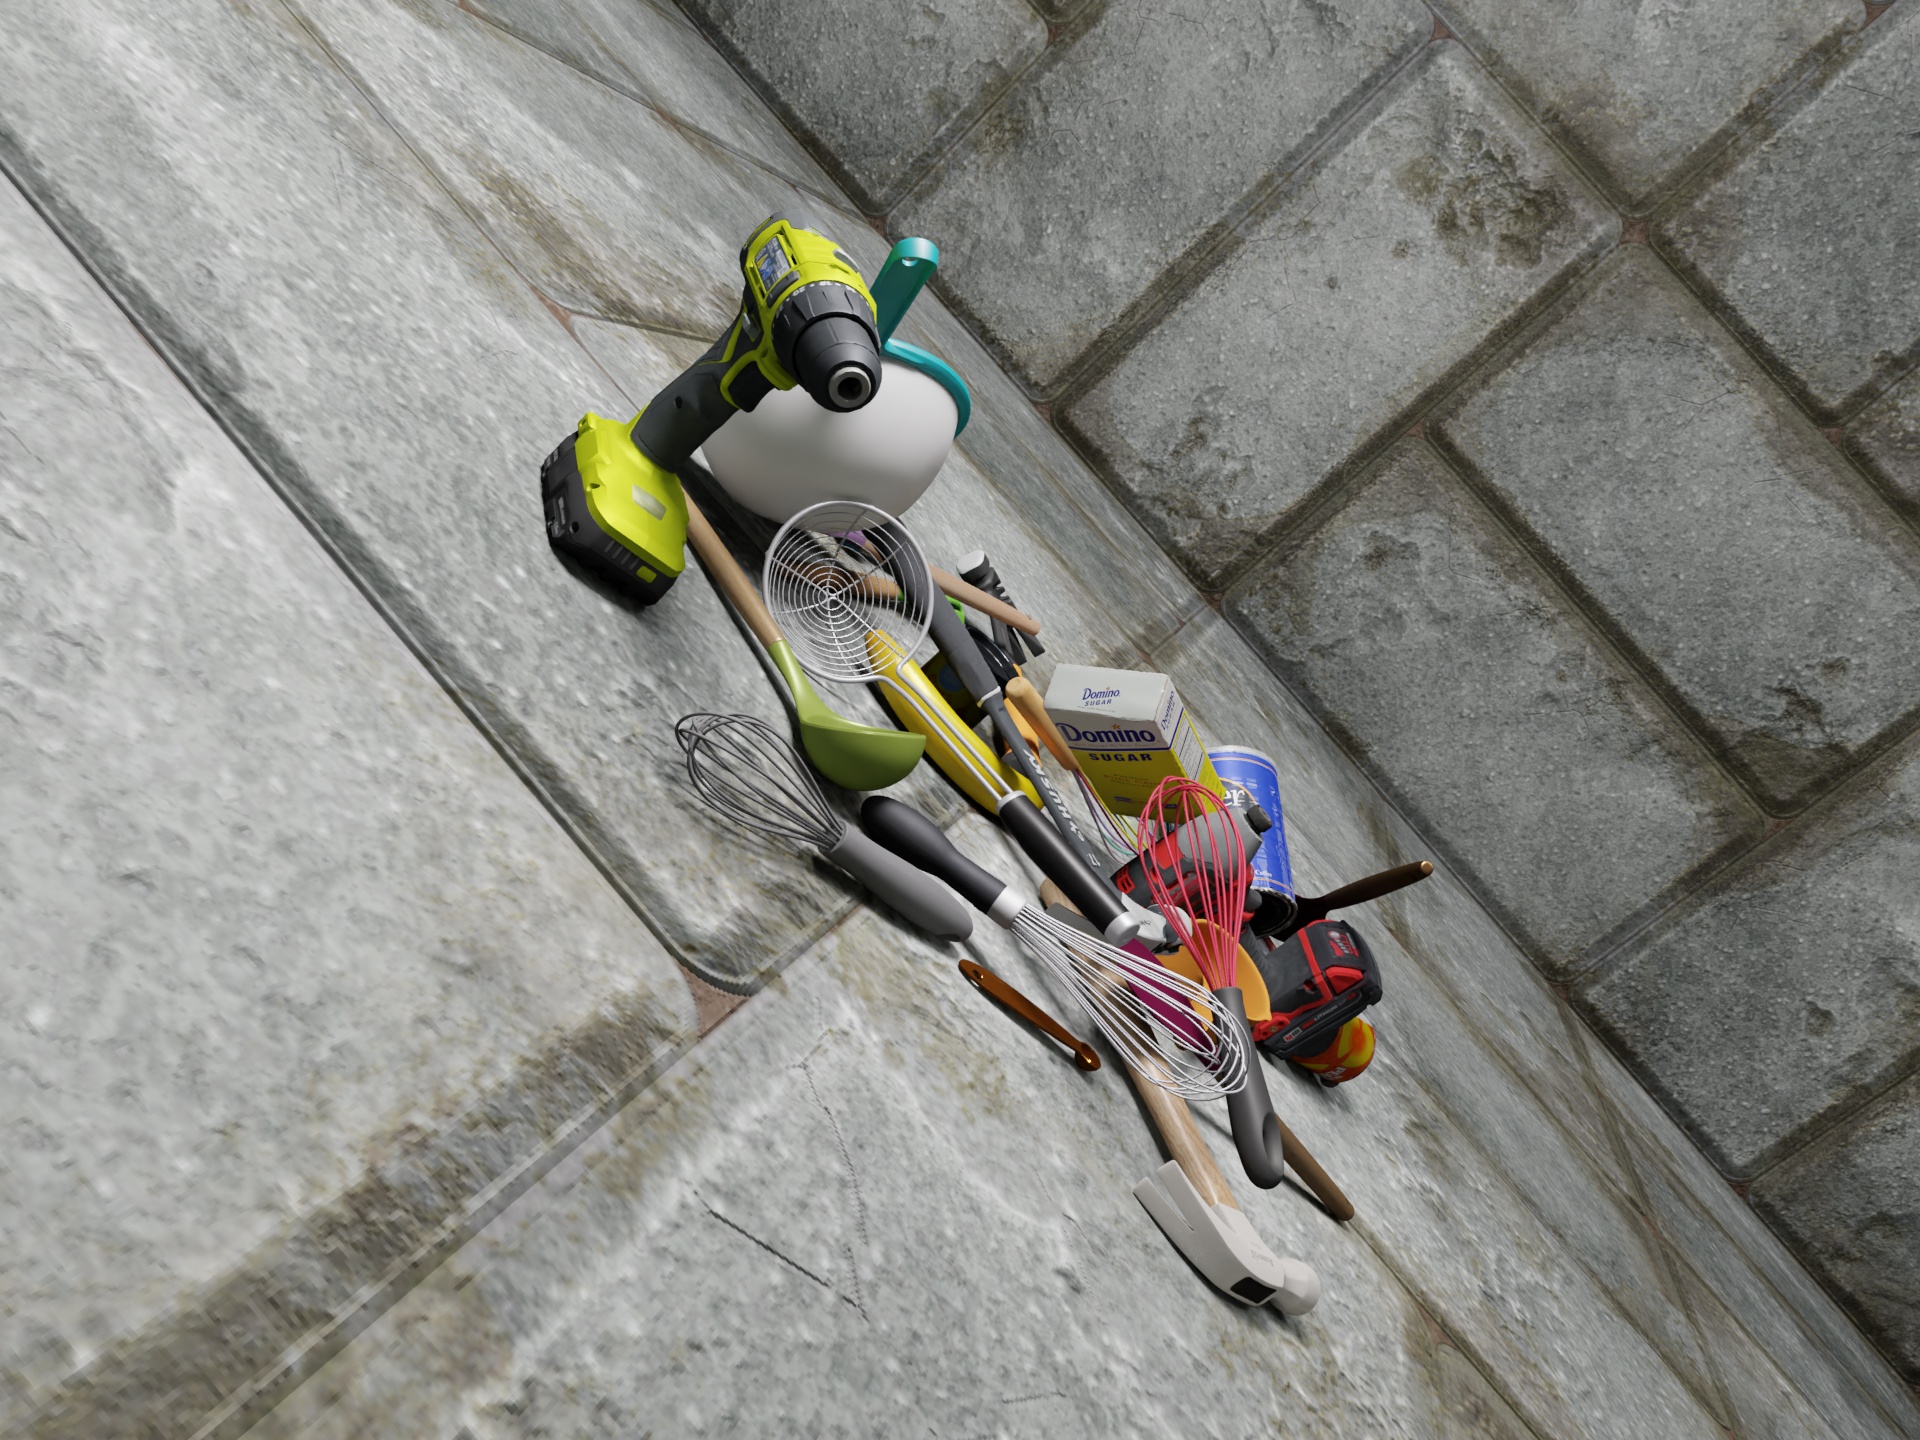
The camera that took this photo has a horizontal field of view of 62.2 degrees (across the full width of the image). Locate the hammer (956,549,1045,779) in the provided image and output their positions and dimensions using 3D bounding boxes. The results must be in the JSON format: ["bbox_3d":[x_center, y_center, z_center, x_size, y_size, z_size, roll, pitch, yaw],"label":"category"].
[{"bbox_3d":[0.046,-0.026,1.386,0.127,0.034,0.337,57,14,-28],"label":"hammer"}]

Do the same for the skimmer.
[{"bbox_3d":[-0.002,-0.003,1.046,0.364,0.127,0.090,48,-28,29],"label":"skimmer"}]

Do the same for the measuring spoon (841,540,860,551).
[{"bbox_3d":[-0.077,-0.146,1.419,0.042,0.021,0.128,57,9,32],"label":"measuring spoon"}]

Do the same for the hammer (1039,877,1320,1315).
[{"bbox_3d":[0.118,0.221,1.022,0.129,0.031,0.332,35,20,-40],"label":"hammer"}]

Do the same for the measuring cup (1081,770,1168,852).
[{"bbox_3d":[0.161,0.078,1.454,0.167,0.038,0.083,51,16,3],"label":"measuring cup"}]

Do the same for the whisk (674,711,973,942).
[{"bbox_3d":[-0.068,0.064,0.883,0.238,0.055,0.055,41,17,-36],"label":"whisk"}]

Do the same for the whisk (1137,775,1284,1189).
[{"bbox_3d":[0.169,0.163,1.047,0.073,0.073,0.296,32,39,-44],"label":"whisk"}]

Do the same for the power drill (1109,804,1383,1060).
[{"bbox_3d":[0.230,0.161,1.259,0.219,0.143,0.079,43,20,-26],"label":"power drill"}]

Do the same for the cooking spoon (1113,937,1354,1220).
[{"bbox_3d":[0.188,0.250,1.080,0.318,0.017,0.069,49,19,-26],"label":"cooking spoon"}]

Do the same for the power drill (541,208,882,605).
[{"bbox_3d":[-0.139,-0.178,0.928,0.080,0.228,0.191,36,20,-36],"label":"power drill"}]

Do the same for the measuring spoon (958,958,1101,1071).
[{"bbox_3d":[0.041,0.179,0.961,0.116,0.011,0.021,39,19,-19],"label":"measuring spoon"}]

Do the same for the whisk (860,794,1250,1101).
[{"bbox_3d":[0.054,0.133,0.958,0.284,0.070,0.070,36,14,9],"label":"whisk"}]

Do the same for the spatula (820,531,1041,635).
[{"bbox_3d":[-0.060,-0.138,1.332,0.315,0.018,0.060,25,26,-27],"label":"spatula"}]

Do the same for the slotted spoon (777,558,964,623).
[{"bbox_3d":[-0.067,-0.109,1.328,0.070,0.031,0.313,56,19,15],"label":"slotted spoon"}]

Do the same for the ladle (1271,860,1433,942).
[{"bbox_3d":[0.315,0.146,1.311,0.069,0.031,0.315,36,-17,1],"label":"ladle"}]

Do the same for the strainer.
[{"bbox_3d":[-0.078,-0.207,1.093,0.211,0.340,0.095,6,75,-18],"label":"strainer"}]

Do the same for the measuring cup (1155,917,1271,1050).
[{"bbox_3d":[0.166,0.209,1.151,0.095,0.052,0.173,51,28,4],"label":"measuring cup"}]

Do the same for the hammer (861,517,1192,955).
[{"bbox_3d":[0.026,-0.003,1.163,0.149,0.036,0.409,17,36,-56],"label":"hammer"}]

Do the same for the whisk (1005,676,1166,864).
[{"bbox_3d":[0.106,0.047,1.306,0.244,0.051,0.047,50,24,-38],"label":"whisk"}]

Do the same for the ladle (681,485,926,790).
[{"bbox_3d":[-0.126,-0.075,1.042,0.078,0.062,0.320,6,40,-51],"label":"ladle"}]
